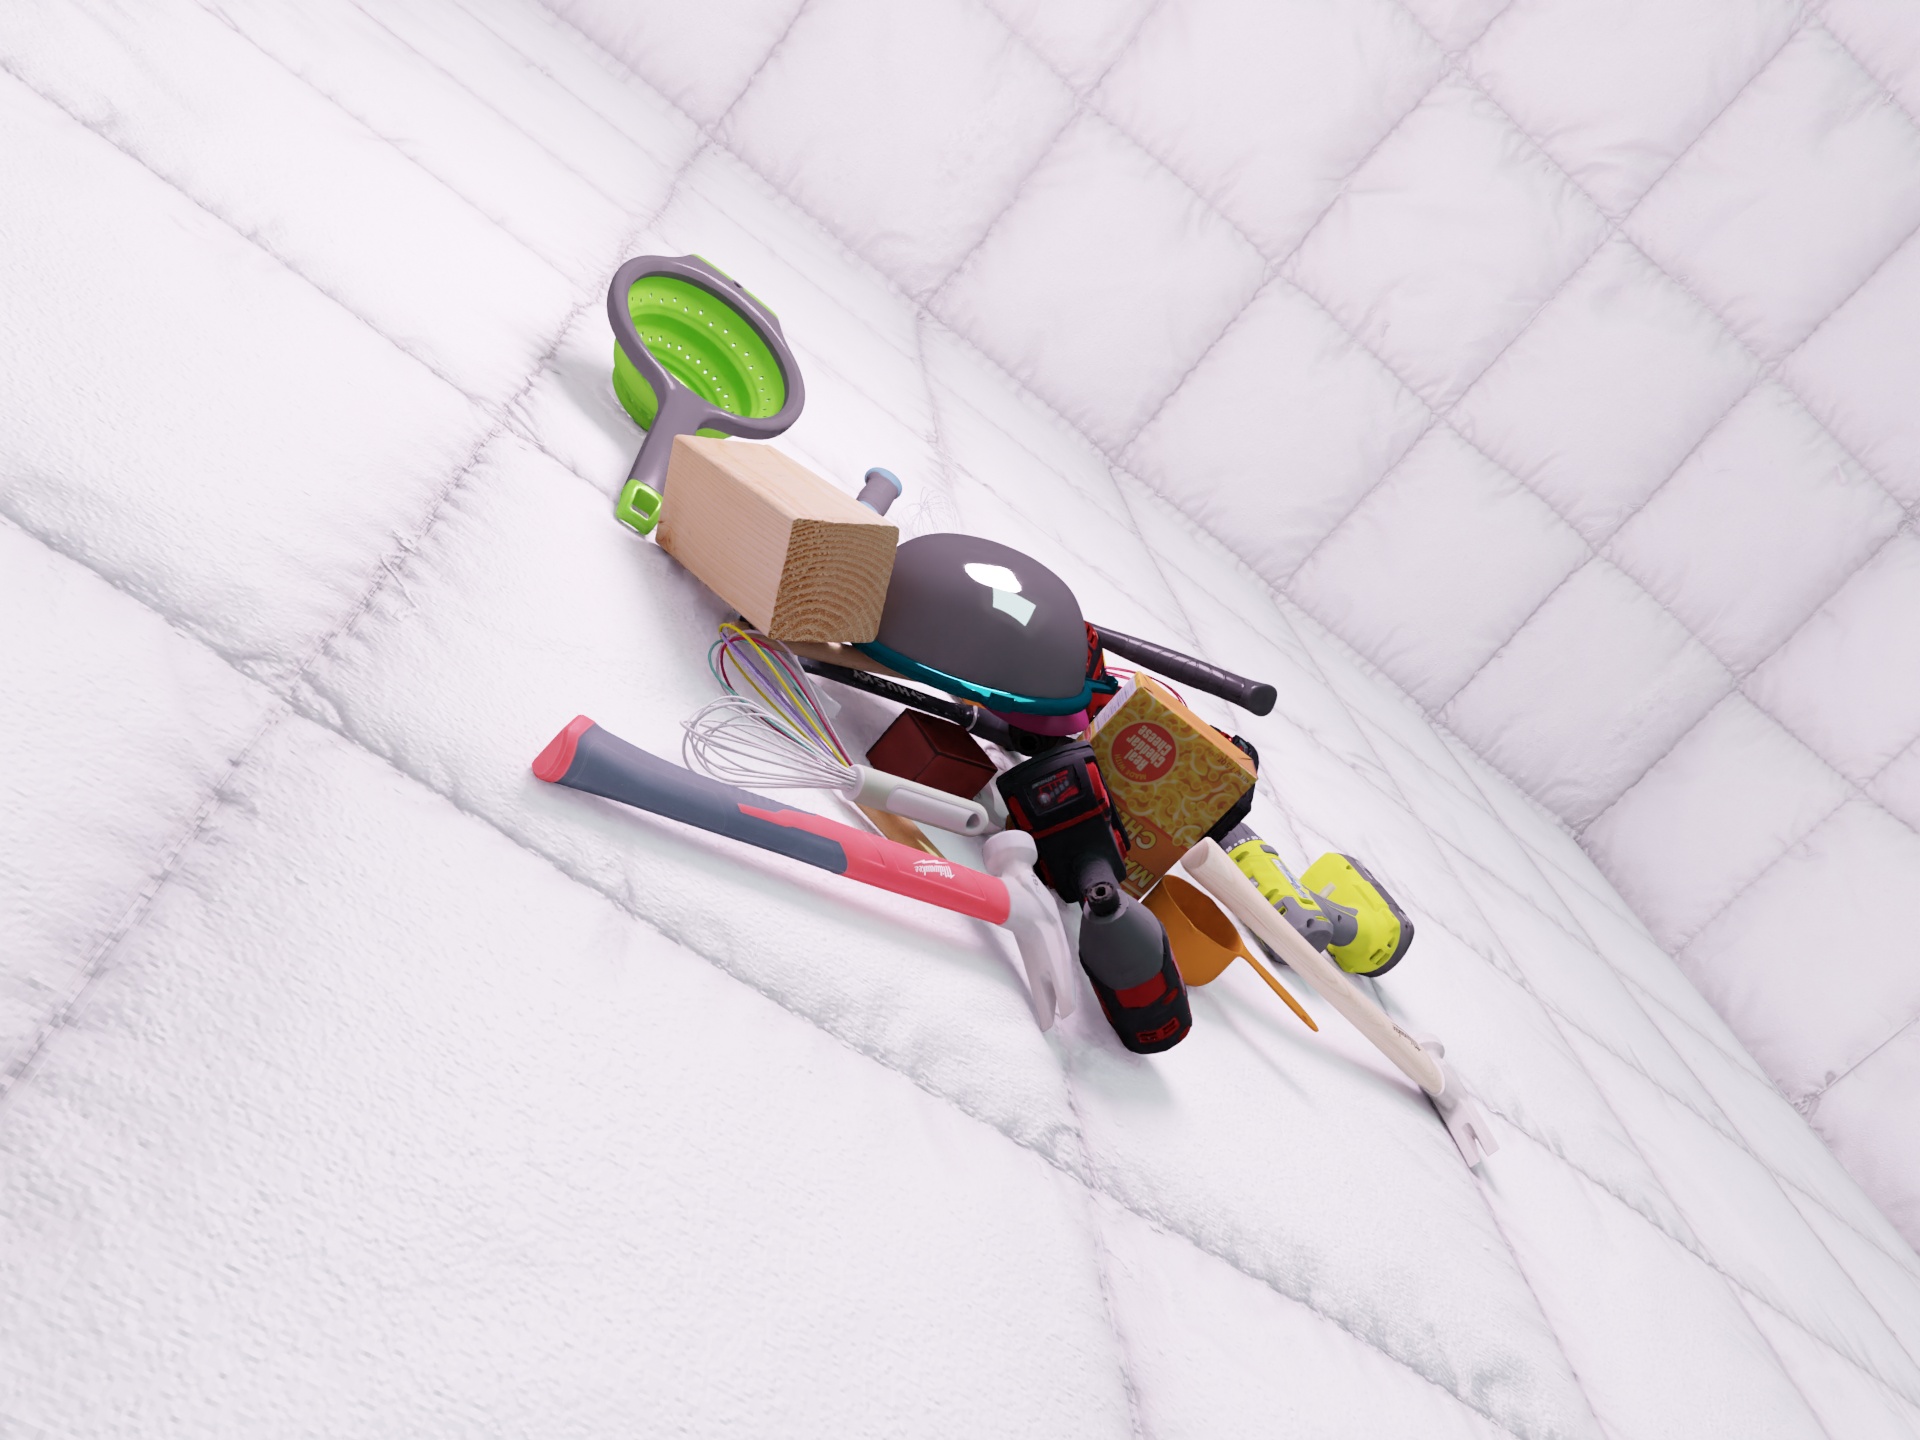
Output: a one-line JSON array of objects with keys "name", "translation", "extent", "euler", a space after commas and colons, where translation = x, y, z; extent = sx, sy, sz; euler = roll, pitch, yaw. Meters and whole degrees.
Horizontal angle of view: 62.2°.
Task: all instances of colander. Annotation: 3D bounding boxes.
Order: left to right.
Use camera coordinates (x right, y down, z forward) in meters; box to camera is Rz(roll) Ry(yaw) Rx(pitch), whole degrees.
[{"name": "colander", "translation": [-0.258, -0.265, 1.400], "extent": [0.204, 0.094, 0.397], "euler": [34, 37, -22]}]

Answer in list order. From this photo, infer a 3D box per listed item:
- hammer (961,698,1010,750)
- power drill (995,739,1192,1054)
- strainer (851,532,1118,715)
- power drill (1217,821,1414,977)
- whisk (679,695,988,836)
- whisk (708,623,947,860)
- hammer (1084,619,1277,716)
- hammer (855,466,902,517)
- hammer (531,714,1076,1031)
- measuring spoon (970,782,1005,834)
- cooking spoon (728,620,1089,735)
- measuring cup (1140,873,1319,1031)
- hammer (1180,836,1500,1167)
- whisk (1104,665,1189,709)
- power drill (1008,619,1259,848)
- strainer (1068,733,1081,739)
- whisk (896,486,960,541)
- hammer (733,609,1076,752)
[{"name": "hammer", "translation": [-0.053, -0.098, 1.482], "extent": [0.337, 0.034, 0.127], "euler": [48, 18, 20]}, {"name": "power drill", "translation": [0.097, 0.119, 1.137], "extent": [0.220, 0.078, 0.143], "euler": [-111, 177, -54]}, {"name": "strainer", "translation": [-0.035, -0.115, 1.251], "extent": [0.341, 0.095, 0.211], "euler": [29, 19, 26]}, {"name": "power drill", "translation": [0.337, 0.170, 1.590], "extent": [0.228, 0.080, 0.191], "euler": [20, 28, -44]}, {"name": "whisk", "translation": [-0.076, 0.038, 1.038], "extent": [0.246, 0.058, 0.059], "euler": [20, 5, -36]}, {"name": "whisk", "translation": [-0.089, 0.025, 1.103], "extent": [0.245, 0.047, 0.051], "euler": [47, 35, 7]}, {"name": "hammer", "translation": [0.144, -0.077, 1.526], "extent": [0.335, 0.035, 0.146], "euler": [23, 7, 18]}, {"name": "hammer", "translation": [-0.092, -0.206, 1.554], "extent": [0.128, 0.033, 0.331], "euler": [39, 16, -8]}, {"name": "hammer", "translation": [-0.079, 0.087, 0.962], "extent": [0.386, 0.038, 0.143], "euler": [23, 38, -38]}, {"name": "measuring spoon", "translation": [0.015, 0.065, 1.277], "extent": [0.034, 0.018, 0.124], "euler": [41, 10, -13]}, {"name": "cooking spoon", "translation": [-0.031, -0.037, 1.219], "extent": [0.318, 0.017, 0.069], "euler": [12, 45, -30]}, {"name": "measuring cup", "translation": [0.211, 0.203, 1.286], "extent": [0.173, 0.052, 0.095], "euler": [45, 17, 6]}, {"name": "hammer", "translation": [0.327, 0.236, 1.372], "extent": [0.410, 0.038, 0.146], "euler": [42, 16, -27]}, {"name": "whisk", "translation": [0.095, -0.046, 1.496], "extent": [0.295, 0.073, 0.073], "euler": [26, 21, -14]}, {"name": "power drill", "translation": [0.141, 0.020, 1.363], "extent": [0.226, 0.080, 0.188], "euler": [37, 32, -7]}, {"name": "strainer", "translation": [0.137, 0.024, 1.578], "extent": [0.087, 0.050, 0.258], "euler": [22, 8, 13]}, {"name": "whisk", "translation": [-0.007, -0.154, 1.690], "extent": [0.070, 0.070, 0.285], "euler": [27, 27, -37]}, {"name": "hammer", "translation": [-0.002, -0.004, 1.317], "extent": [0.408, 0.036, 0.149], "euler": [19, 29, -41]}]
